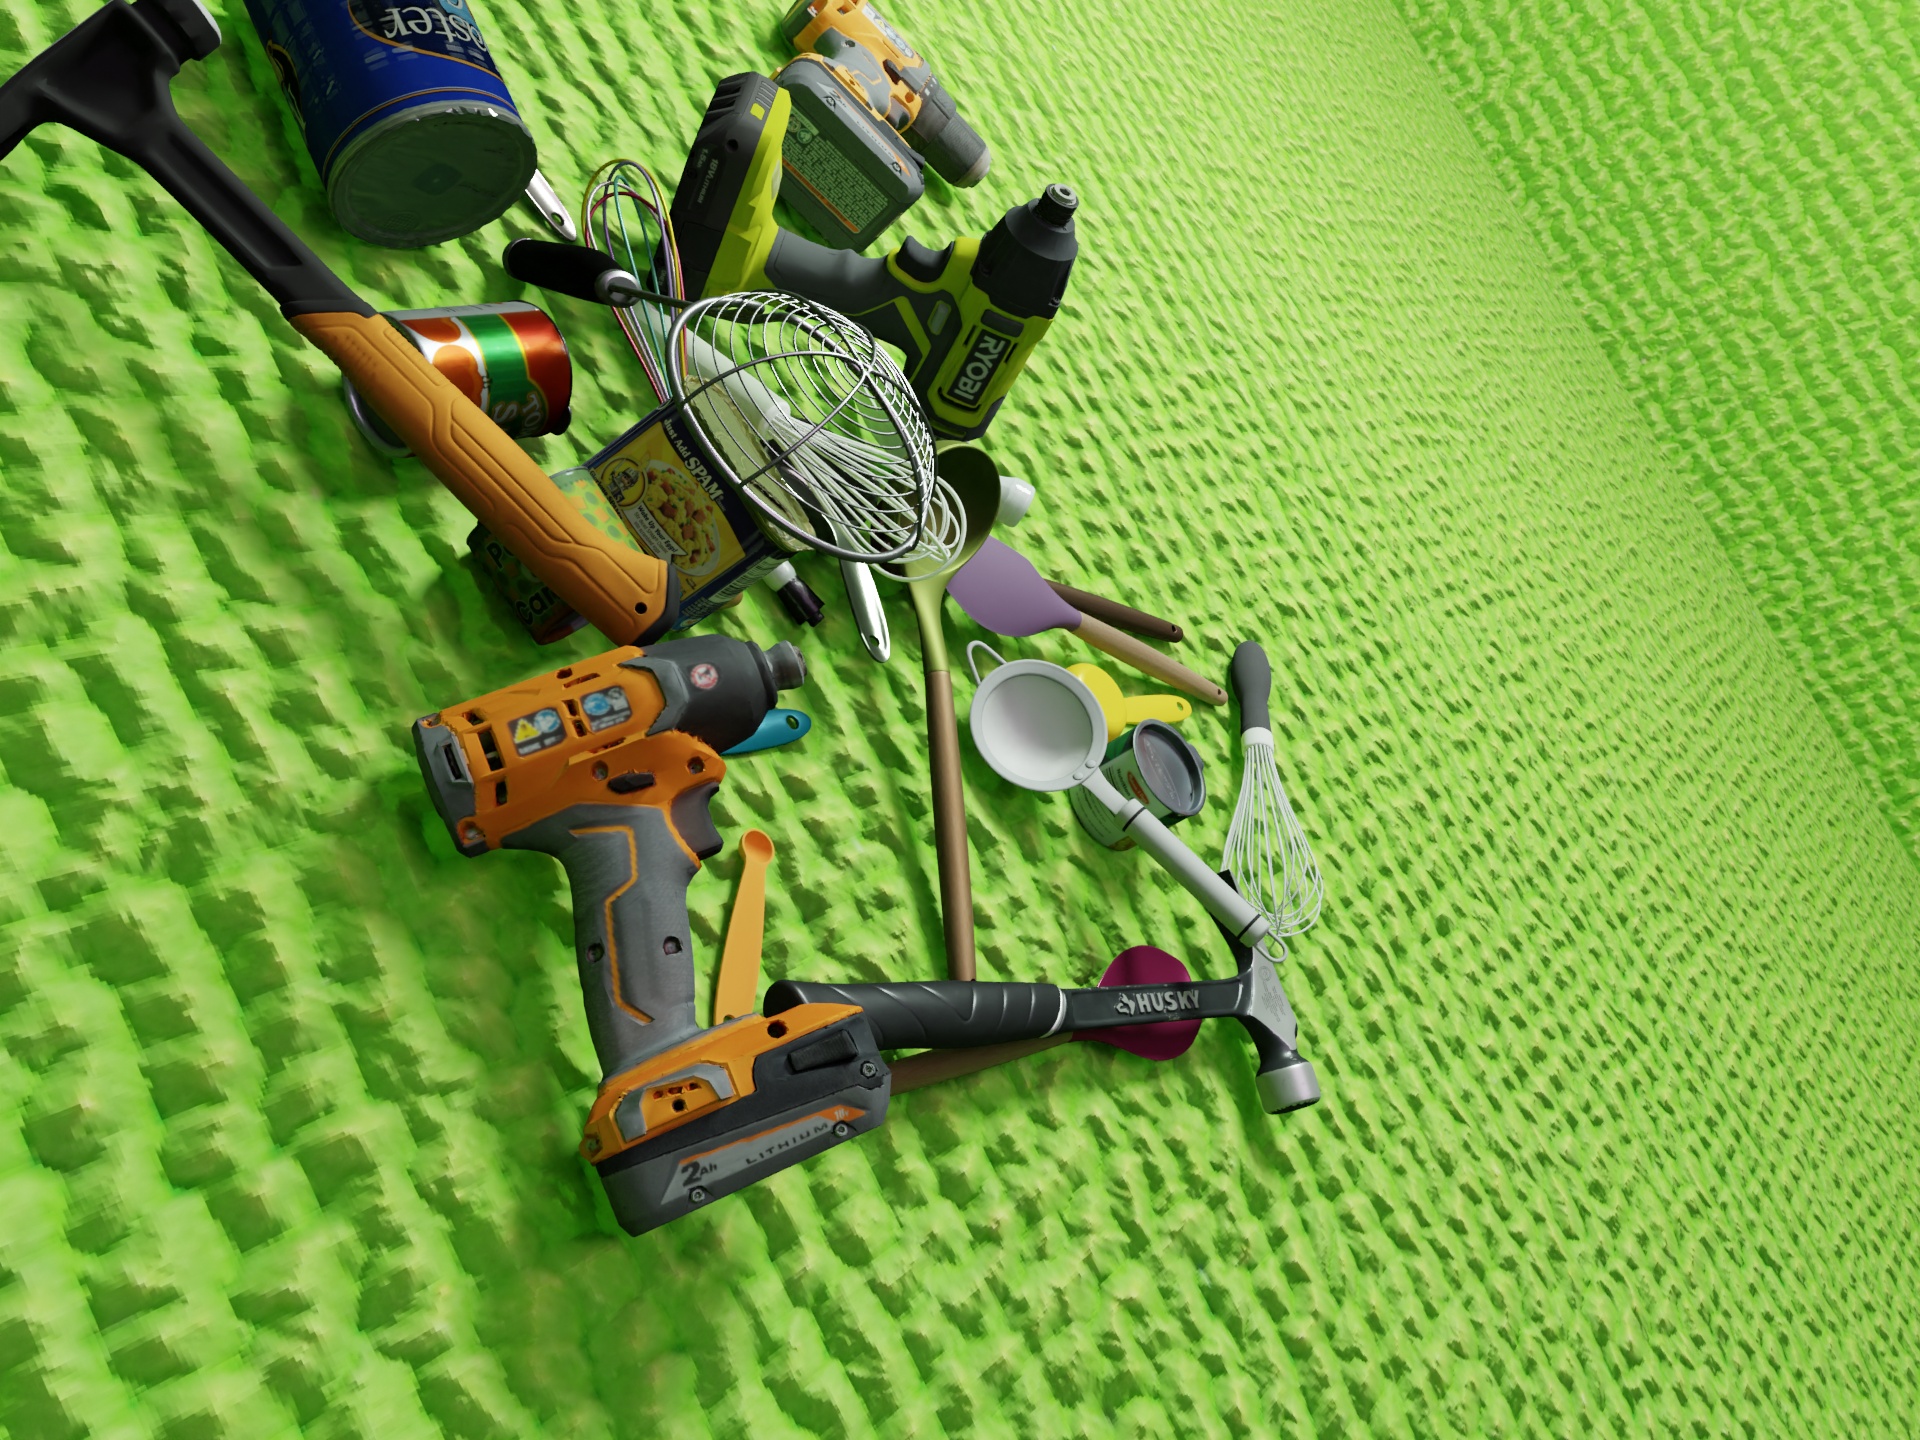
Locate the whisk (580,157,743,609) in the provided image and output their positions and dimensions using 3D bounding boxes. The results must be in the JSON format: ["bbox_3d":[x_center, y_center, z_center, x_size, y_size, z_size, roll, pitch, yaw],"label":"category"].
[{"bbox_3d":[-0.156,-0.178,0.844,0.051,0.047,0.245,160,-84,-84],"label":"whisk"}]

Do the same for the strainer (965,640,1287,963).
[{"bbox_3d":[0.092,0.052,0.936,0.258,0.050,0.087,43,61,14],"label":"strainer"}]

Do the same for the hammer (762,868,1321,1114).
[{"bbox_3d":[0.059,0.149,0.847,0.408,0.036,0.149,8,60,-47],"label":"hammer"}]

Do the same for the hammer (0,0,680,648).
[{"bbox_3d":[-0.254,-0.148,0.672,0.336,0.034,0.127,45,76,-10],"label":"hammer"}]

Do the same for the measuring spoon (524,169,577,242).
[{"bbox_3d":[-0.259,-0.316,0.885,0.124,0.018,0.034,53,36,-17],"label":"measuring spoon"}]

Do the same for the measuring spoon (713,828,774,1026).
[{"bbox_3d":[-0.105,0.104,0.753,0.021,0.011,0.117,30,48,-32],"label":"measuring spoon"}]

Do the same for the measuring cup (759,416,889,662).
[{"bbox_3d":[-0.075,-0.095,0.893,0.083,0.038,0.168,7,54,-42],"label":"measuring cup"}]

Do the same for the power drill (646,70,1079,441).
[{"bbox_3d":[-0.052,-0.270,0.915,0.223,0.171,0.080,20,47,-14],"label":"power drill"}]

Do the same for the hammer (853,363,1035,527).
[{"bbox_3d":[0.011,-0.258,1.107,0.128,0.033,0.331,28,40,-11],"label":"hammer"}]

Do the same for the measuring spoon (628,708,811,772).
[{"bbox_3d":[-0.116,0.005,0.798,0.128,0.021,0.042,-12,74,-50],"label":"measuring spoon"}]

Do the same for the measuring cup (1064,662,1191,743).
[{"bbox_3d":[0.116,-0.012,1.063,0.156,0.029,0.062,-3,66,-47],"label":"measuring cup"}]

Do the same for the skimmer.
[{"bbox_3d":[-0.139,-0.161,0.725,0.127,0.090,0.364,13,10,-42],"label":"skimmer"}]

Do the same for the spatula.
[{"bbox_3d":[0.089,-0.056,1.051,0.315,0.018,0.060,22,67,-46],"label":"spatula"}]

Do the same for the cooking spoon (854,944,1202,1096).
[{"bbox_3d":[0.039,0.170,0.855,0.318,0.017,0.069,-2,69,-49],"label":"cooking spoon"}]

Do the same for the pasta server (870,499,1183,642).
[{"bbox_3d":[0.053,-0.089,1.044,0.316,0.040,0.060,13,69,-44],"label":"pasta server"}]

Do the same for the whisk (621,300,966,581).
[{"bbox_3d":[-0.095,-0.157,0.860,0.246,0.059,0.057,38,1,17],"label":"whisk"}]

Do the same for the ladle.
[{"bbox_3d":[-0.001,-0.003,0.870,0.078,0.062,0.320,15,64,-48],"label":"ladle"}]

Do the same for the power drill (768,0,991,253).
[{"bbox_3d":[-0.059,-0.419,1.129,0.185,0.084,0.226,39,36,-24],"label":"power drill"}]

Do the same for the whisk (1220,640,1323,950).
[{"bbox_3d":[0.211,0.040,1.114,0.070,0.070,0.285,35,38,-26],"label":"whisk"}]

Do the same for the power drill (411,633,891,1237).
[{"bbox_3d":[-0.110,0.075,0.656,0.164,0.084,0.226,-22,79,-15],"label":"power drill"}]
